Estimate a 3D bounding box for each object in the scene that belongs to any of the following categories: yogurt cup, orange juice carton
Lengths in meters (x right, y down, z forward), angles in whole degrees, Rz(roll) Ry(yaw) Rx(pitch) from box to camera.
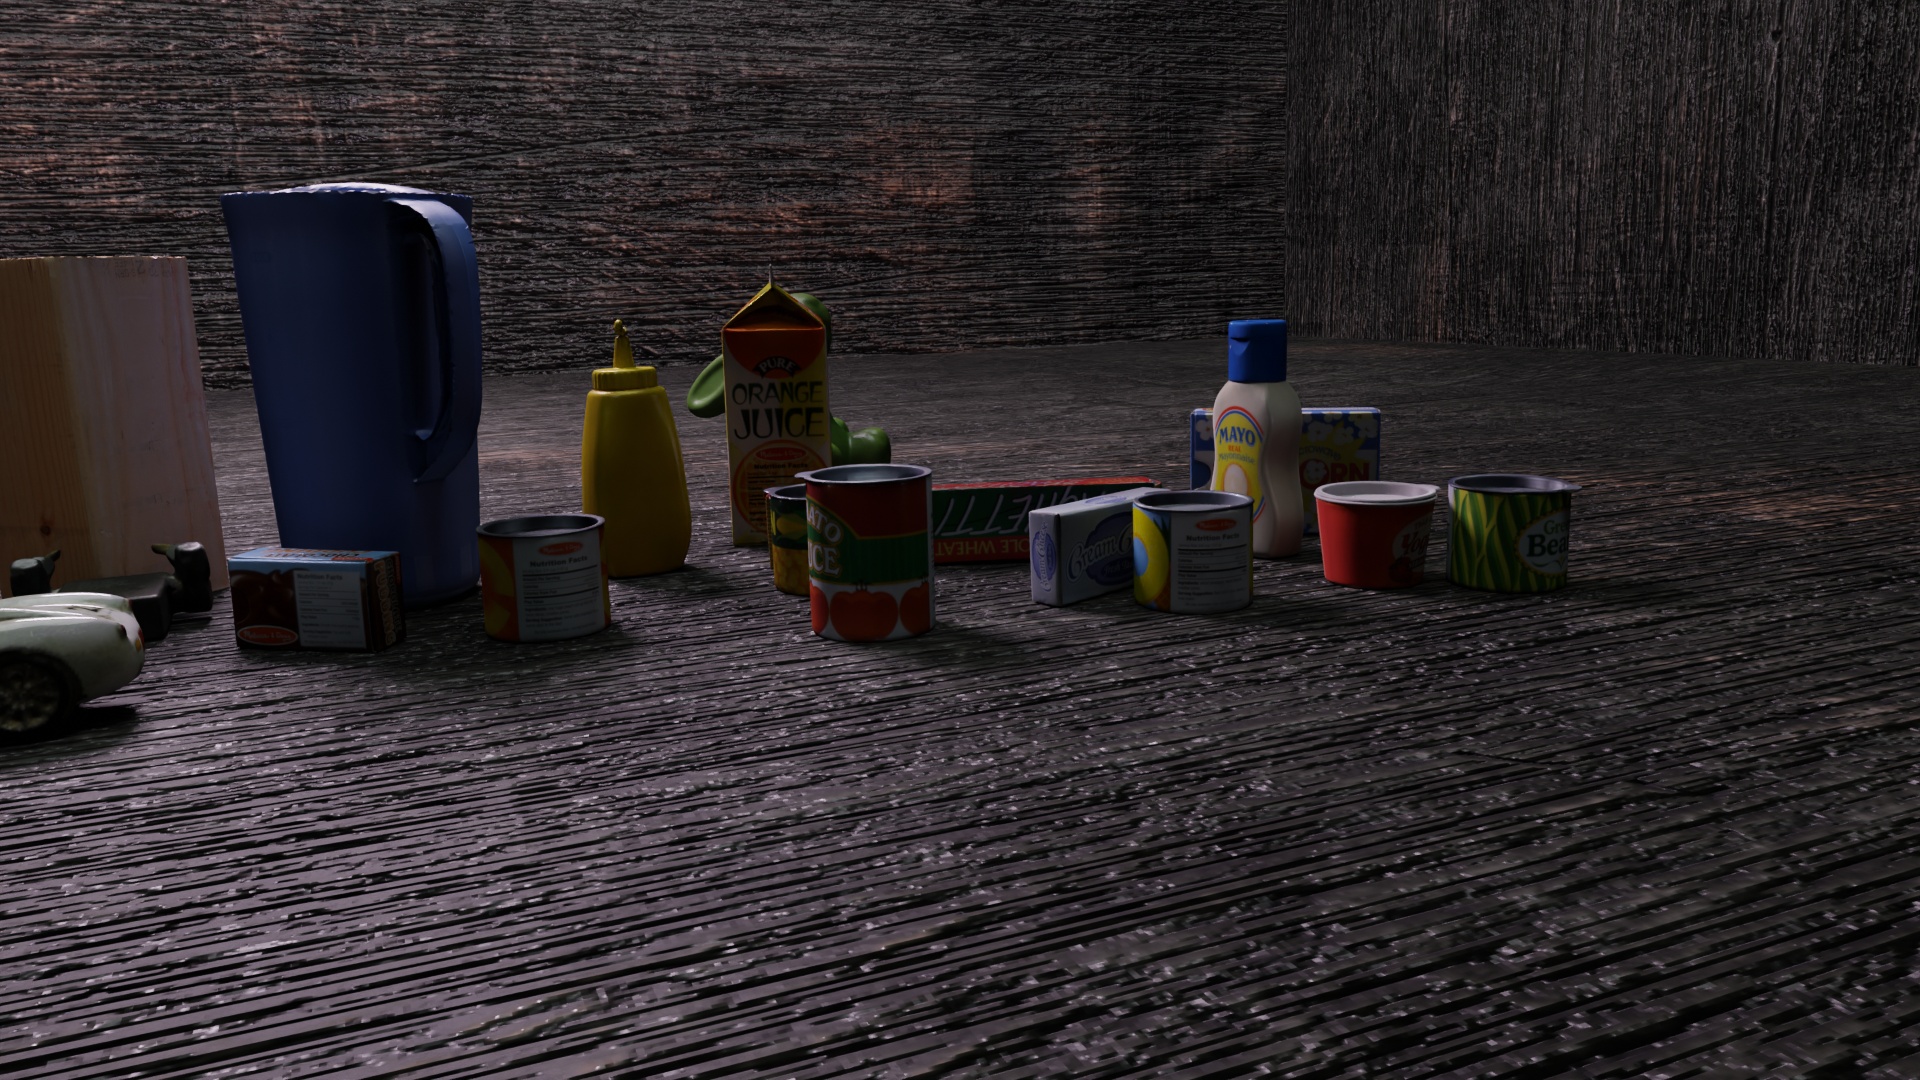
[{"bbox_3d":[0.239,-0.003,0.803,0.072,0.053,0.072,-2,11,0],"label":"yogurt cup"},{"bbox_3d":[-0.129,-0.098,0.981,0.073,0.192,0.072,-3,10,-6],"label":"orange juice carton"}]

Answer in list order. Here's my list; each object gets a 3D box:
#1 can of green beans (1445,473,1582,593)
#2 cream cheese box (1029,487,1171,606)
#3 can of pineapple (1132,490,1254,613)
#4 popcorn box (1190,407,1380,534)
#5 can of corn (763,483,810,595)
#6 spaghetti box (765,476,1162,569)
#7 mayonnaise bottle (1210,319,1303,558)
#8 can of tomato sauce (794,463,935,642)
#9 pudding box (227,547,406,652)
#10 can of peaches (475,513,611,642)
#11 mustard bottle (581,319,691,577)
[{"bbox_3d":[0.311,-0.005,0.790,0.071,0.057,0.071,-2,11,0],"label":"can of green beans"},{"bbox_3d":[0.083,0.002,0.799,0.104,0.053,0.024,-12,15,-43],"label":"cream cheese box"},{"bbox_3d":[0.128,0.005,0.767,0.071,0.057,0.071,-2,11,0],"label":"can of pineapple"},{"bbox_3d":[0.223,-0.049,0.957,0.127,0.085,0.038,0,11,10],"label":"popcorn box"},{"bbox_3d":[-0.082,-0.002,0.832,0.071,0.058,0.071,-2,11,0],"label":"can of corn"},{"bbox_3d":[0.003,-0.011,0.888,0.250,0.050,0.029,-2,10,-4],"label":"spaghetti box"},{"bbox_3d":[0.188,-0.065,0.884,0.041,0.147,0.065,-9,13,-35],"label":"mayonnaise bottle"},{"bbox_3d":[-0.049,0.005,0.725,0.071,0.083,0.071,-2,11,0],"label":"can of tomato sauce"},{"bbox_3d":[-0.336,0.030,0.725,0.084,0.049,0.030,1,11,12],"label":"pudding box"},{"bbox_3d":[-0.223,0.019,0.746,0.071,0.058,0.071,-2,11,0],"label":"can of peaches"},{"bbox_3d":[-0.207,-0.059,0.878,0.065,0.160,0.049,-8,12,-29],"label":"mustard bottle"}]
